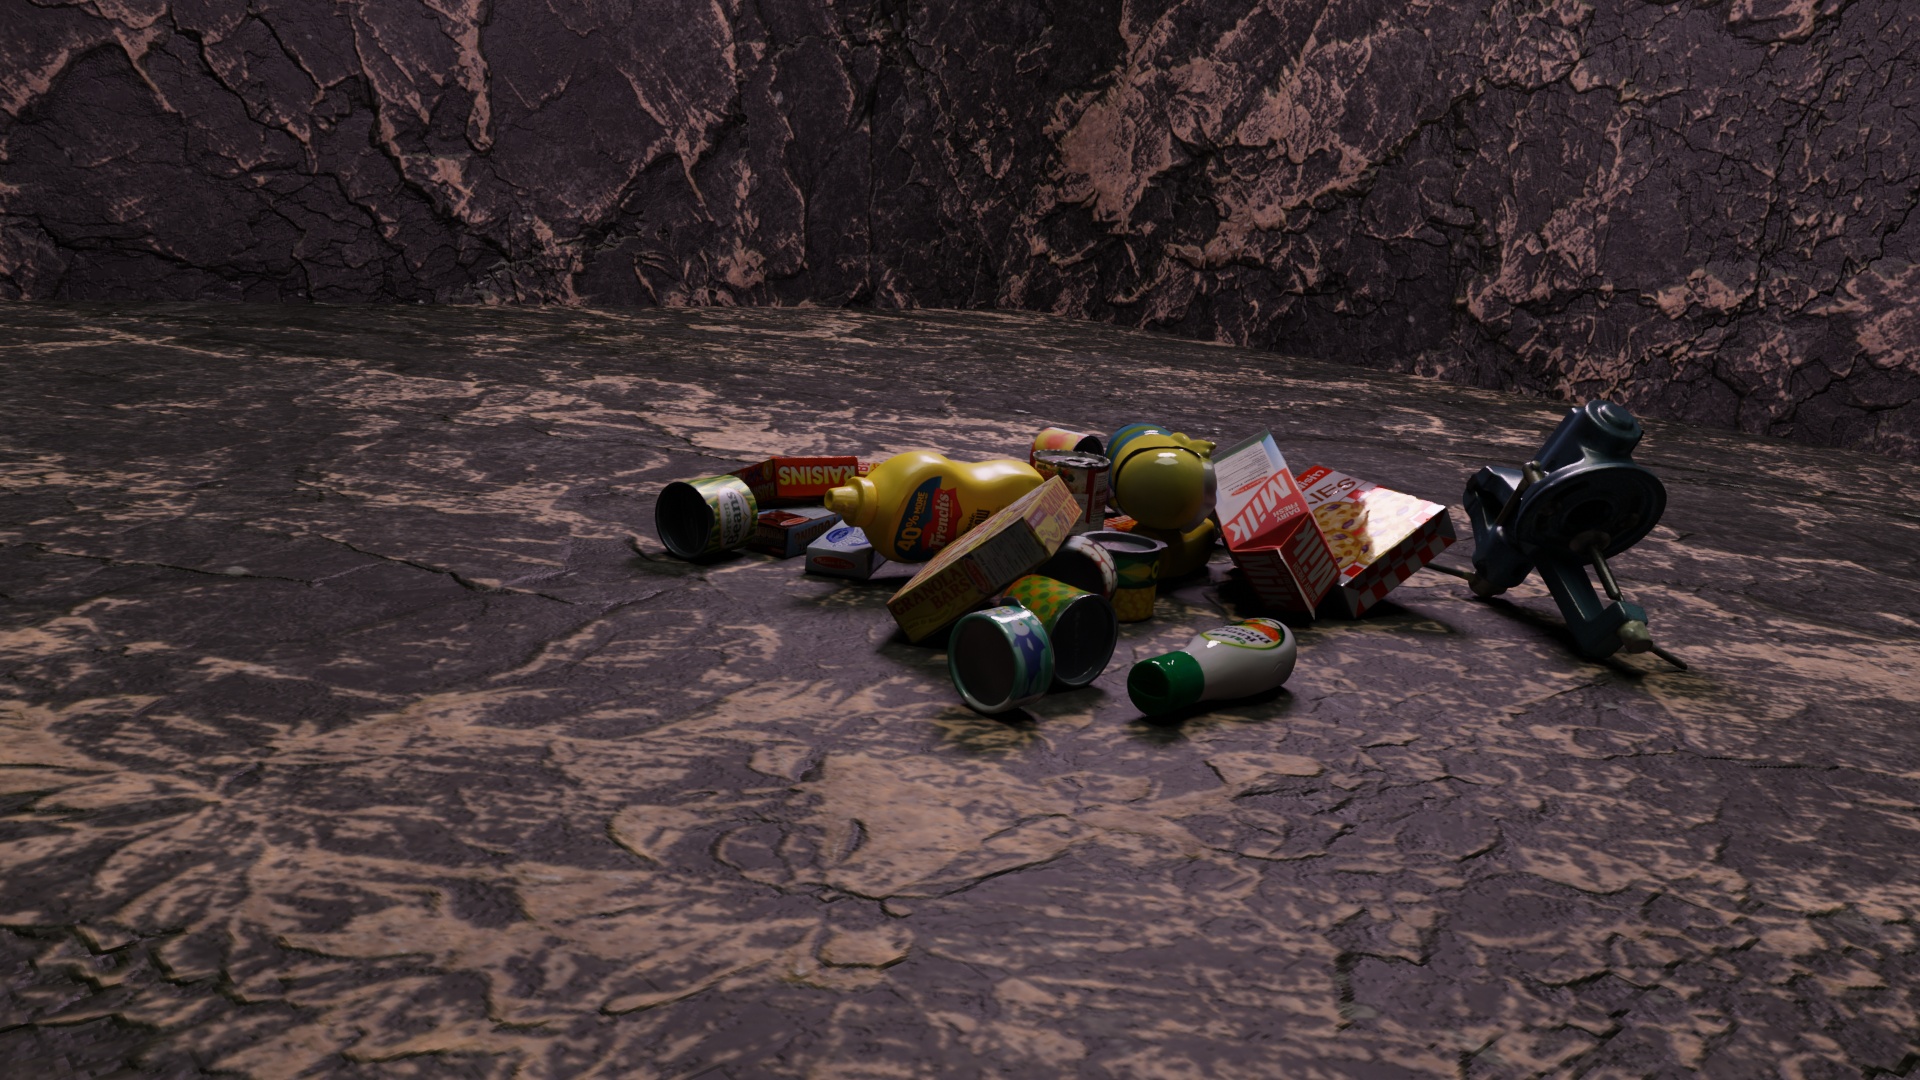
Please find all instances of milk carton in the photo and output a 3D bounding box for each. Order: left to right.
[{"bbox_3d":[0.266,-0.010,1.186,0.073,0.072,0.191,-28,28,14],"label":"milk carton"}]

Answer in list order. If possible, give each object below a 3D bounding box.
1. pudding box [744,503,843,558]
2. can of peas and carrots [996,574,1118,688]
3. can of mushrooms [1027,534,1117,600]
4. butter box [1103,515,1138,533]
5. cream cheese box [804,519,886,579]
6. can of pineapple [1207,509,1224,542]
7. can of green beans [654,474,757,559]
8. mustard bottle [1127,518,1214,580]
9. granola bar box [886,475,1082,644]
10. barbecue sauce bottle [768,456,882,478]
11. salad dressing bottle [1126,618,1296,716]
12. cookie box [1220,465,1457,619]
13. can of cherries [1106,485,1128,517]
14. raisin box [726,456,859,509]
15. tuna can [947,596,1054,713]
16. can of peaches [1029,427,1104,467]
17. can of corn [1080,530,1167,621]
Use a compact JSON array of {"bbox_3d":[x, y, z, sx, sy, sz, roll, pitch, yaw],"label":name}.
[{"bbox_3d":[-0.148,-0.010,1.229,0.050,0.030,0.084,14,17,29],"label":"pudding box"},{"bbox_3d":[0.063,0.062,0.949,0.071,0.070,0.059,-7,17,-40],"label":"can of peas and carrots"},{"bbox_3d":[0.088,0.033,1.074,0.071,0.070,0.033,9,16,16],"label":"can of mushrooms"},{"bbox_3d":[0.147,-0.001,1.311,0.053,0.024,0.104,17,19,37],"label":"butter box"},{"bbox_3d":[-0.092,0.008,1.192,0.053,0.024,0.104,9,15,9],"label":"cream cheese box"},{"bbox_3d":[0.234,-0.027,1.362,0.071,0.070,0.058,13,16,30],"label":"can of pineapple"},{"bbox_3d":[-0.214,-0.020,1.174,0.071,0.071,0.058,14,16,33],"label":"can of green beans"},{"bbox_3d":[0.177,0.008,1.235,0.065,0.048,0.161,13,16,26],"label":"mustard bottle"},{"bbox_3d":[0.022,0.012,1.053,0.124,0.039,0.166,-33,4,17],"label":"granola bar box"},{"bbox_3d":[-0.121,-0.060,1.411,0.148,0.043,0.065,6,15,3],"label":"barbecue sauce bottle"},{"bbox_3d":[0.170,0.086,0.936,0.064,0.044,0.148,16,18,41],"label":"salad dressing bottle"},{"bbox_3d":[0.332,-0.004,1.236,0.123,0.040,0.168,-35,28,-14],"label":"cookie box"},{"bbox_3d":[0.182,-0.058,1.452,0.071,0.071,0.058,2,14,-12],"label":"can of cherries"},{"bbox_3d":[-0.159,-0.053,1.304,0.086,0.040,0.123,-2,-4,-31],"label":"raisin box"},{"bbox_3d":[0.024,0.073,0.880,0.033,0.071,0.071,-9,20,-43],"label":"tuna can"},{"bbox_3d":[0.119,-0.090,1.572,0.058,0.071,0.071,17,18,41],"label":"can of peaches"},{"bbox_3d":[0.128,0.028,1.117,0.071,0.058,0.071,5,14,-1],"label":"can of corn"}]
